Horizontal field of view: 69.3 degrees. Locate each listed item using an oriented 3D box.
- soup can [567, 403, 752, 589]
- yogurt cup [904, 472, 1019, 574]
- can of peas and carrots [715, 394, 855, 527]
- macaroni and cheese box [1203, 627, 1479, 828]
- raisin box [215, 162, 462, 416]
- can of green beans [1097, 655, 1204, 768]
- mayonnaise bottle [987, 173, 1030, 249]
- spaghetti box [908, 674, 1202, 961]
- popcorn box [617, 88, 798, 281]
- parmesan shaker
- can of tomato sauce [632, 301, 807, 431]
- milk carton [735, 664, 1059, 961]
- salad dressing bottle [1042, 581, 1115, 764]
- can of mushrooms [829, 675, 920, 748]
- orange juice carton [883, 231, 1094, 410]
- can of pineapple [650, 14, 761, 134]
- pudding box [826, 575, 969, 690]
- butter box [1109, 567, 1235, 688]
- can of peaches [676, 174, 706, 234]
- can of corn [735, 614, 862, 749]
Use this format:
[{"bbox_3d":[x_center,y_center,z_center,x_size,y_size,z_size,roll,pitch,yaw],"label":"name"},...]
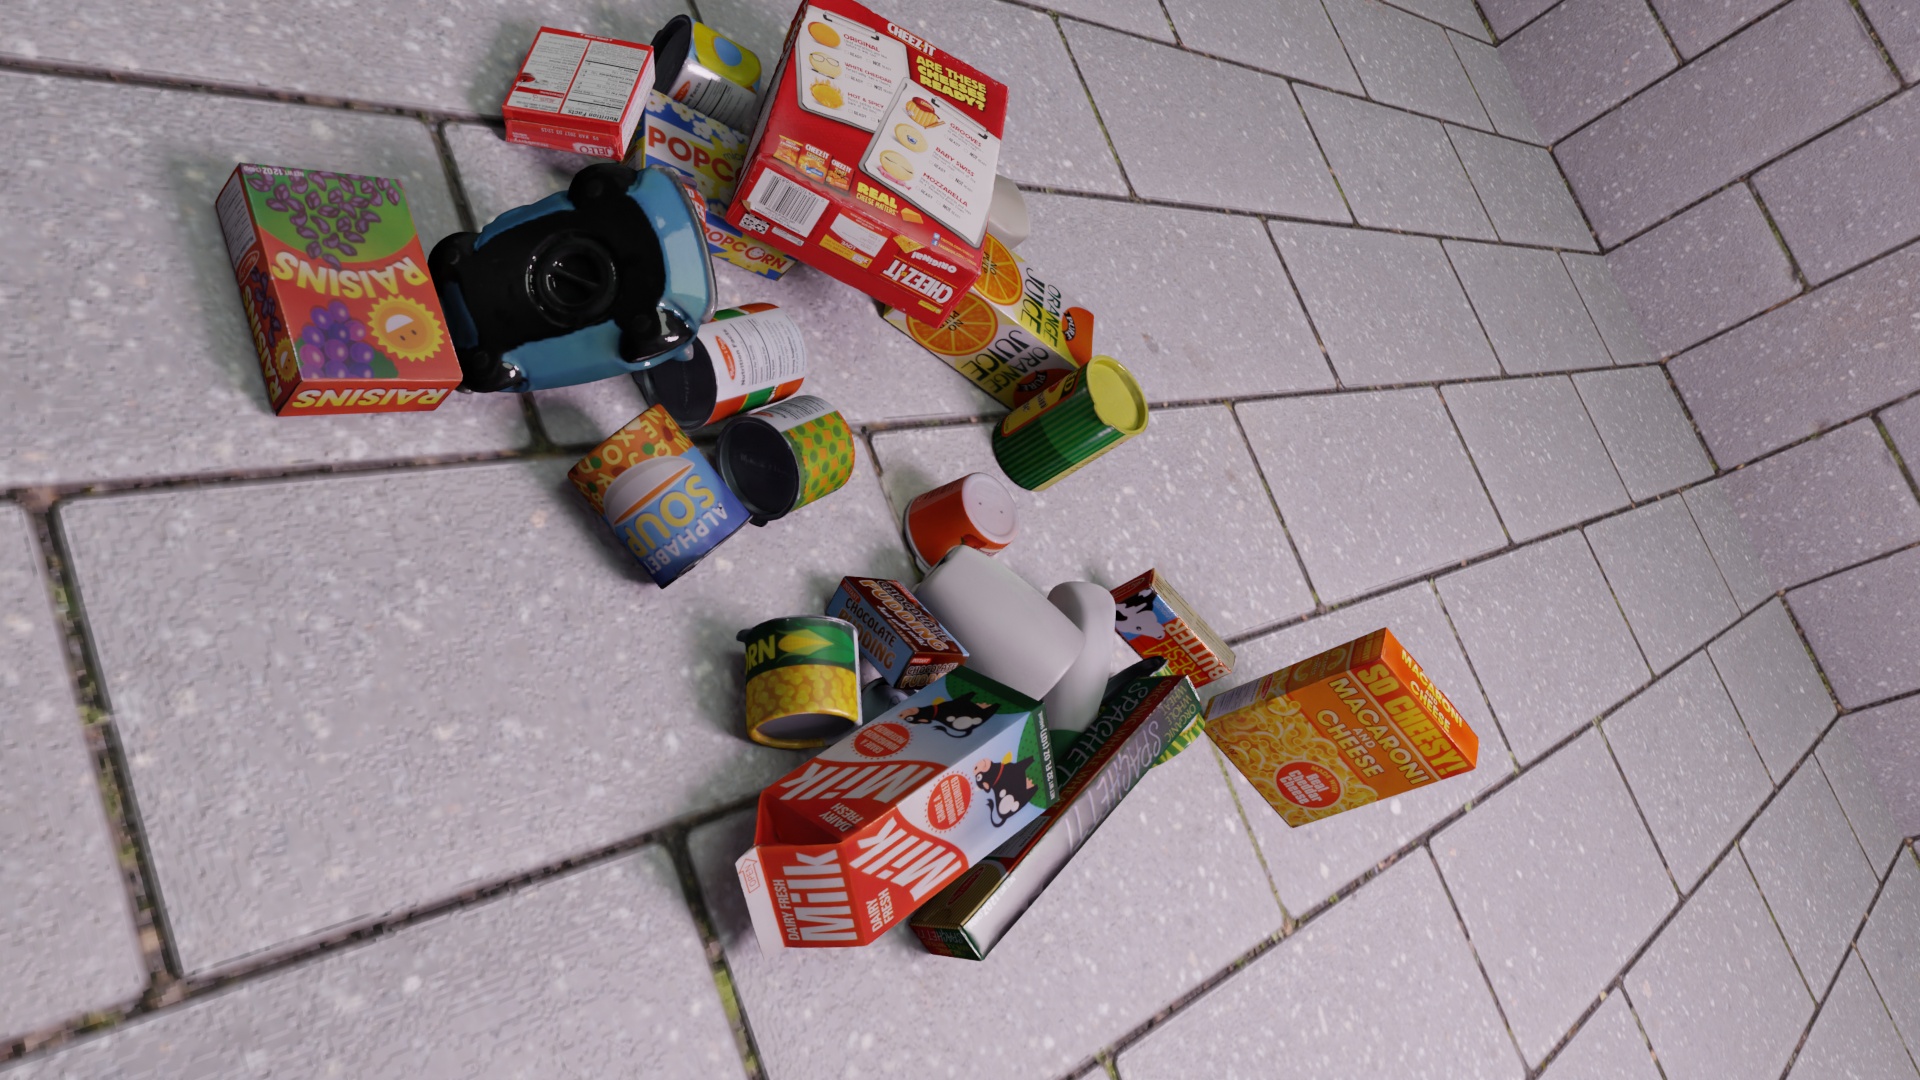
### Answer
[{"bbox_3d":[-0.168,-0.024,0.777,0.083,0.071,0.072,51,40,-9],"label":"soup can"},{"bbox_3d":[0.003,-0.012,0.960,0.072,0.053,0.073,26,49,-34],"label":"yogurt cup"},{"bbox_3d":[-0.108,-0.050,0.861,0.059,0.070,0.071,-30,90,-51],"label":"can of peas and carrots"},{"bbox_3d":[0.291,0.147,1.071,0.123,0.166,0.040,48,40,-14],"label":"macaroni and cheese box"},{"bbox_3d":[-0.317,-0.127,0.710,0.086,0.040,0.123,-8,71,-49],"label":"raisin box"},{"bbox_3d":[0.133,0.125,1.000,0.058,0.071,0.071,56,40,-4],"label":"can of green beans"},{"bbox_3d":[-0.009,-0.274,1.120,0.148,0.041,0.065,0,66,-45],"label":"mayonnaise bottle"},{"bbox_3d":[0.067,0.166,0.873,0.251,0.050,0.028,-40,107,-36],"label":"spaghetti box"},{"bbox_3d":[-0.167,-0.238,0.934,0.127,0.038,0.085,18,53,-38],"label":"popcorn box"},{"bbox_3d":[0.080,-0.086,1.046,0.071,0.102,0.071,26,50,-34],"label":"parmesan shaker"},{"bbox_3d":[-0.147,-0.109,0.857,0.083,0.071,0.071,-27,87,-51],"label":"can of tomato sauce"},{"bbox_3d":[-0.039,0.151,0.761,0.191,0.073,0.072,-30,123,-34],"label":"milk carton"},{"bbox_3d":[0.078,0.103,0.964,0.044,0.064,0.148,20,61,-23],"label":"salad dressing bottle"},{"bbox_3d":[-0.048,0.117,0.843,0.071,0.033,0.071,24,52,-35],"label":"can of mushrooms"},{"bbox_3d":[0.039,-0.162,1.074,0.192,0.072,0.072,32,46,-29],"label":"orange juice carton"},{"bbox_3d":[-0.178,-0.317,0.951,0.058,0.070,0.071,19,54,-39],"label":"can of pineapple"},{"bbox_3d":[-0.039,0.058,0.861,0.050,0.030,0.084,9,27,-45],"label":"pudding box"},{"bbox_3d":[0.160,0.072,1.071,0.103,0.053,0.024,45,39,-17],"label":"butter box"},{"bbox_3d":[-0.188,-0.183,0.854,0.071,0.071,0.058,15,57,-40],"label":"can of peaches"},{"bbox_3d":[-0.092,0.082,0.794,0.071,0.071,0.058,18,55,-39],"label":"can of corn"}]
